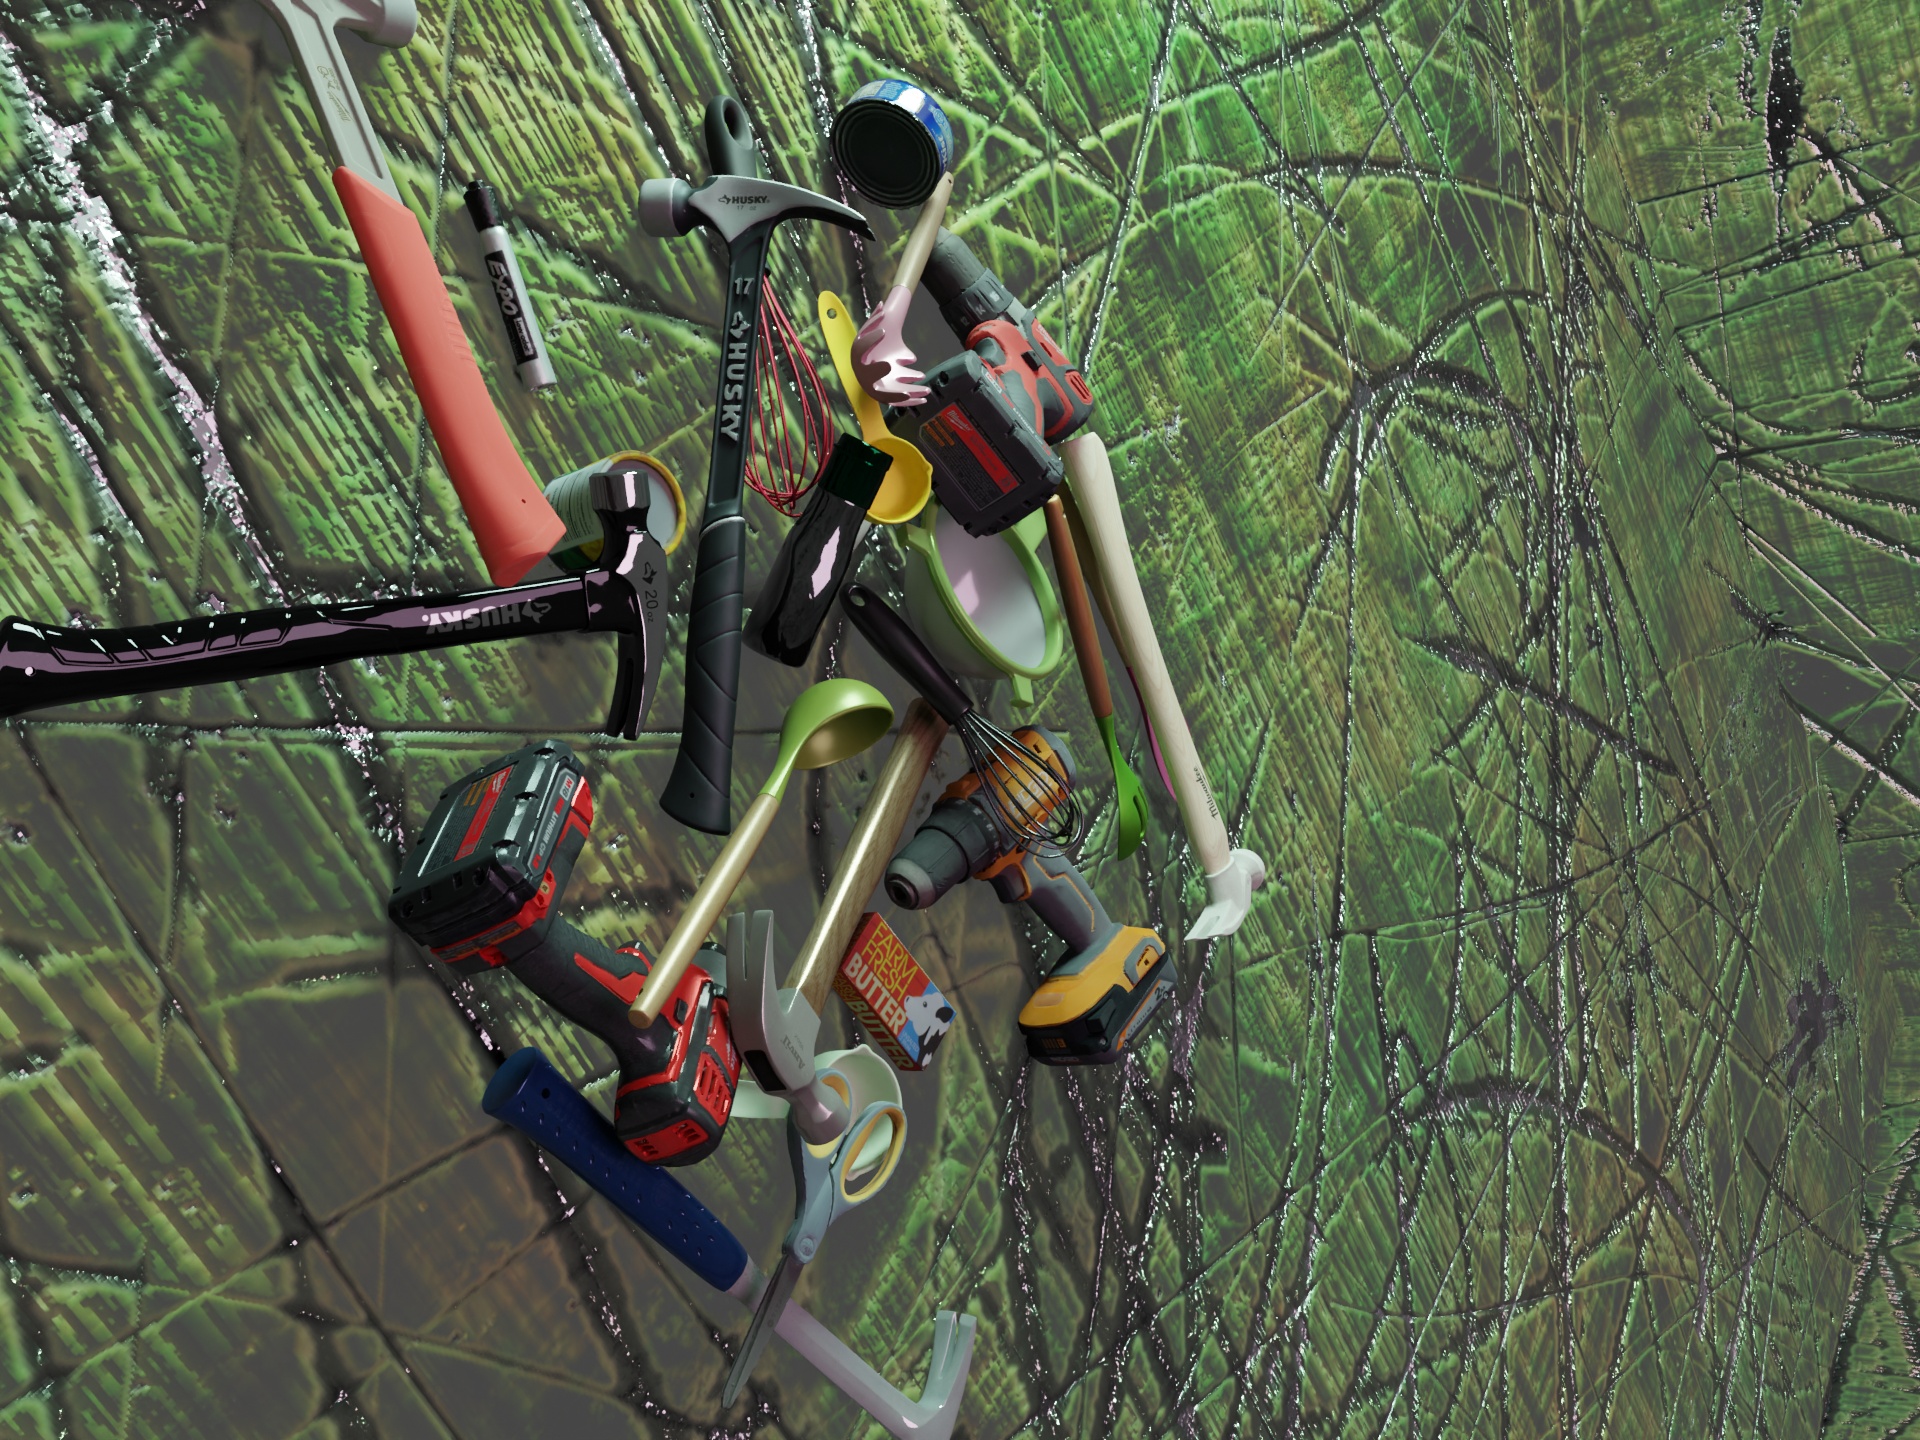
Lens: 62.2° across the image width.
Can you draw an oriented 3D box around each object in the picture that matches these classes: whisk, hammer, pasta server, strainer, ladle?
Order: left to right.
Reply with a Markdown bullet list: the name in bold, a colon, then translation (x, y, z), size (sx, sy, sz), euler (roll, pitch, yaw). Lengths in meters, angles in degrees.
- **hammer**: translation (-0.296, -0.039, 0.786), size (0.334, 0.035, 0.146), euler (-12, 103, -38)
- **hammer**: translation (-0.291, -0.233, 0.800), size (0.149, 0.036, 0.359), euler (-12, 75, -49)
- **hammer**: translation (-0.138, -0.135, 0.970), size (0.036, 0.149, 0.409), euler (32, 61, -77)
- **hammer**: translation (-0.125, 0.325, 0.937), size (0.405, 0.035, 0.144), euler (52, 49, -27)
- **whisk**: translation (-0.133, -0.274, 1.039), size (0.073, 0.073, 0.296), euler (0, 76, -48)
- **ladle**: translation (-0.112, 0.071, 0.922), size (0.062, 0.078, 0.320), euler (42, 34, -12)
- **hammer**: translation (-0.065, 0.093, 0.999), size (0.130, 0.031, 0.331), euler (62, 31, -29)
- **pasta server**: translation (-0.029, -0.307, 1.088), size (0.060, 0.040, 0.316), euler (56, 30, -33)
- **whisk**: translation (-0.003, -0.003, 1.081), size (0.239, 0.055, 0.055), euler (48, 45, 4)
- **strainer**: translation (0.018, -0.109, 1.175), size (0.151, 0.069, 0.256), euler (54, 29, -13)
- **hammer**: translation (0.153, -0.027, 1.270), size (0.146, 0.038, 0.410), euler (-36, 108, -62)

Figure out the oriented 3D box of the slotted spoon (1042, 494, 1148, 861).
- **slotted spoon**: translation (0.103, -0.026, 1.201), size (0.070, 0.031, 0.313), euler (-73, 151, -57)

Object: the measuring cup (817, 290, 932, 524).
- **measuring cup**: translation (-0.066, -0.203, 1.044), size (0.062, 0.029, 0.156), euler (-21, 95, -22)

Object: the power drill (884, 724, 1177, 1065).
- **power drill**: translation (0.048, 0.140, 1.137), size (0.185, 0.084, 0.226), euler (-40, 107, -42)

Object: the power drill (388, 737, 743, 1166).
- **power drill**: translation (-0.192, 0.123, 0.857), size (0.219, 0.078, 0.143), euler (55, 23, -29)

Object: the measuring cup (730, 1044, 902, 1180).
- **measuring cup**: translation (-0.109, 0.235, 0.974), size (0.167, 0.038, 0.083), euler (19, 70, -40)

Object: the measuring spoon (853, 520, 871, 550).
- **measuring spoon**: translation (-0.083, -0.113, 1.086), size (0.034, 0.018, 0.124), euler (52, 48, -27)

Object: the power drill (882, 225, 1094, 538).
- **power drill**: translation (0.014, -0.252, 1.146), size (0.187, 0.080, 0.227), euler (49, 30, -19)

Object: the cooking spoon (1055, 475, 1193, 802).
- **cooking spoon**: translation (0.133, -0.070, 1.316), size (0.069, 0.017, 0.318), euler (-43, 114, -49)
